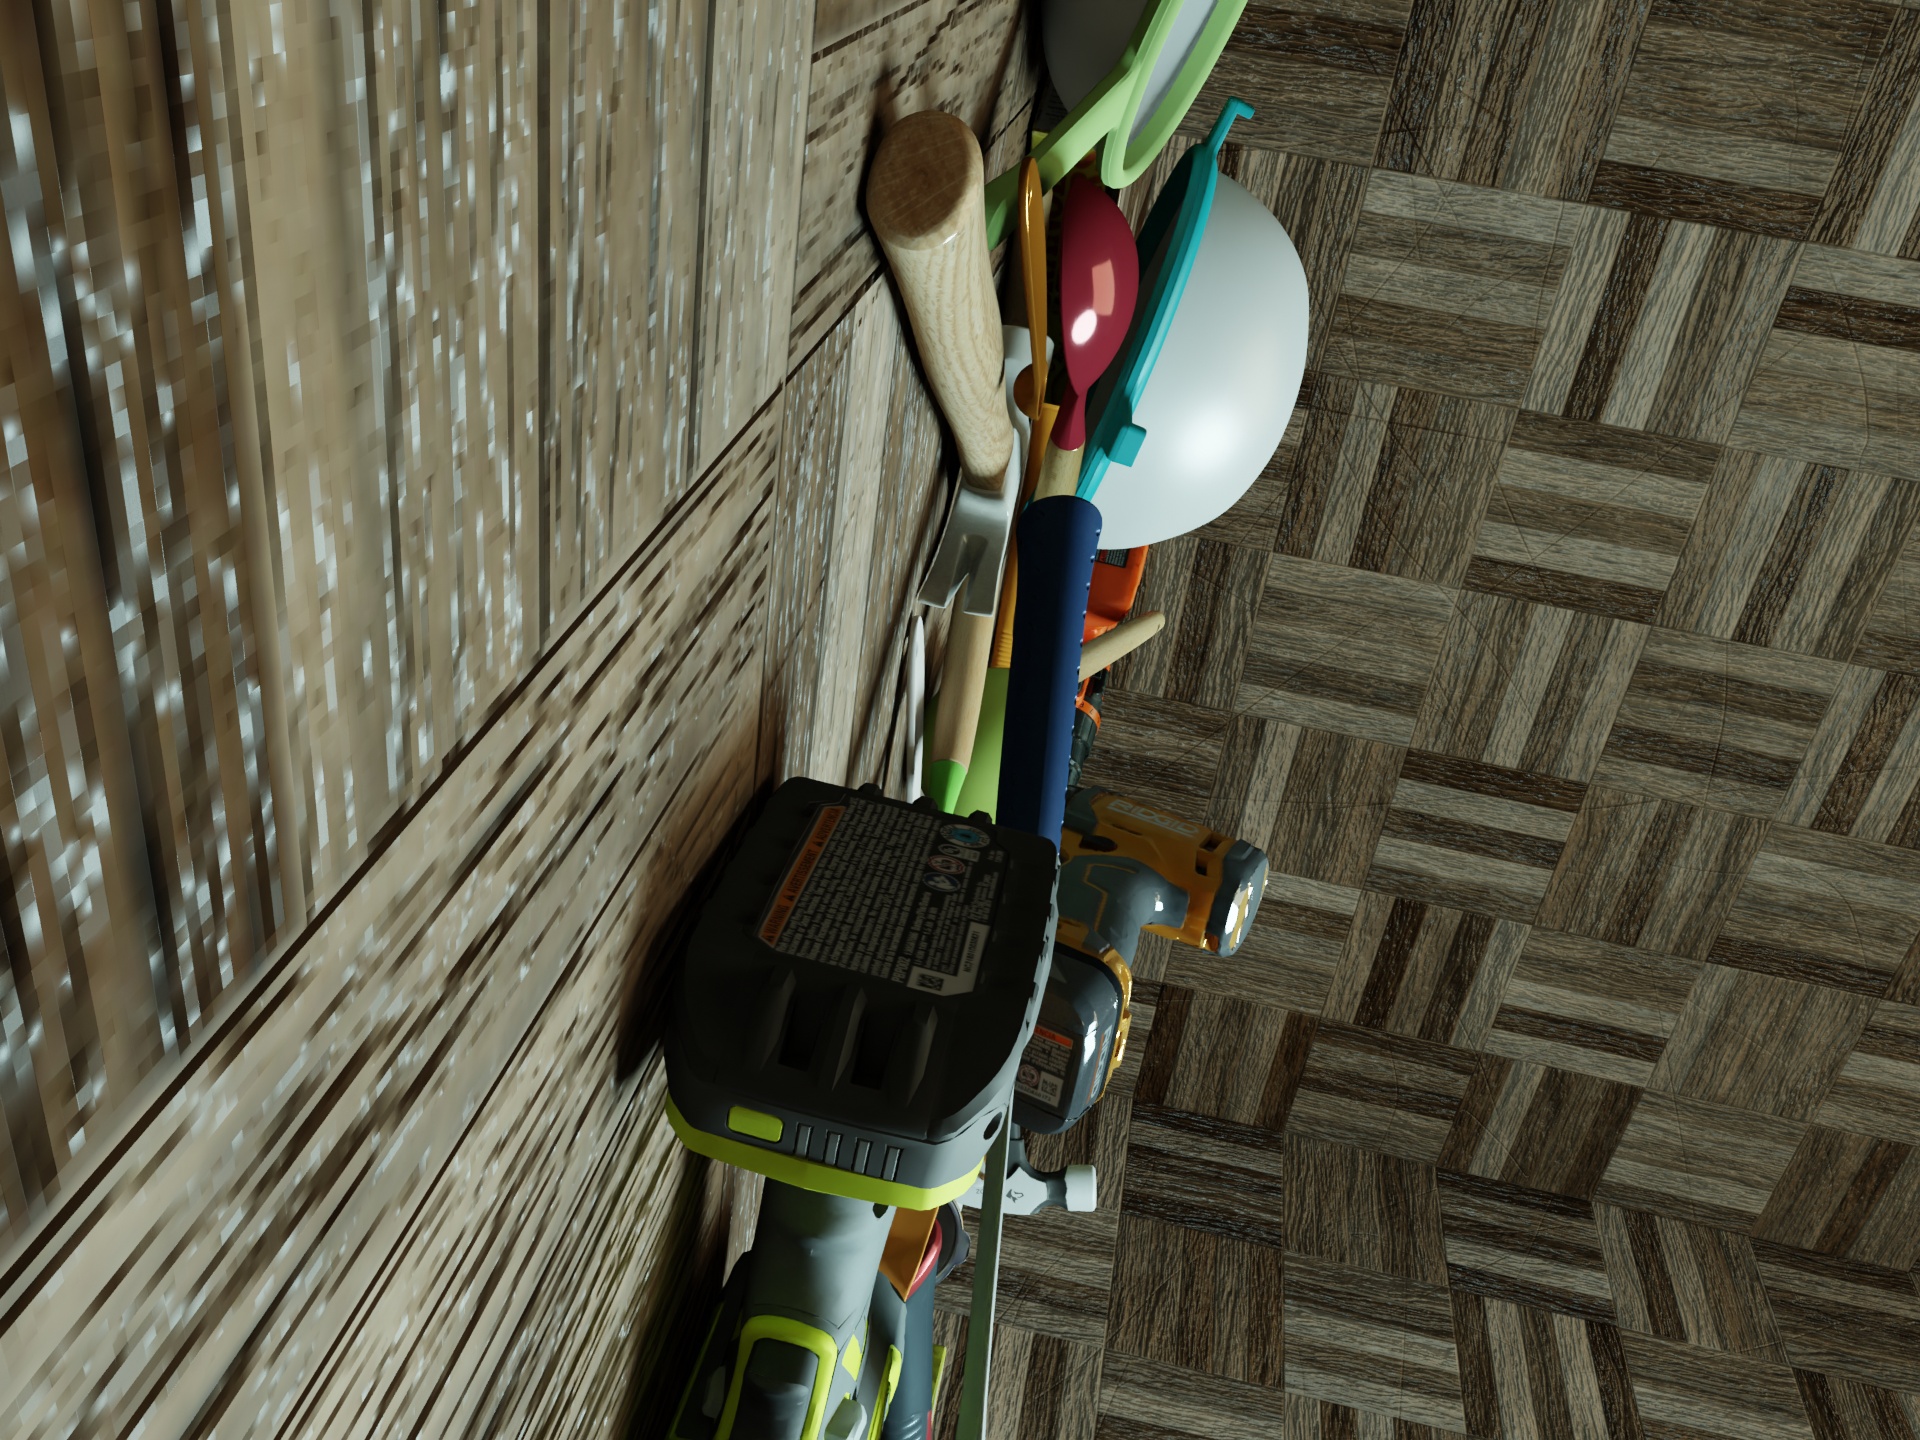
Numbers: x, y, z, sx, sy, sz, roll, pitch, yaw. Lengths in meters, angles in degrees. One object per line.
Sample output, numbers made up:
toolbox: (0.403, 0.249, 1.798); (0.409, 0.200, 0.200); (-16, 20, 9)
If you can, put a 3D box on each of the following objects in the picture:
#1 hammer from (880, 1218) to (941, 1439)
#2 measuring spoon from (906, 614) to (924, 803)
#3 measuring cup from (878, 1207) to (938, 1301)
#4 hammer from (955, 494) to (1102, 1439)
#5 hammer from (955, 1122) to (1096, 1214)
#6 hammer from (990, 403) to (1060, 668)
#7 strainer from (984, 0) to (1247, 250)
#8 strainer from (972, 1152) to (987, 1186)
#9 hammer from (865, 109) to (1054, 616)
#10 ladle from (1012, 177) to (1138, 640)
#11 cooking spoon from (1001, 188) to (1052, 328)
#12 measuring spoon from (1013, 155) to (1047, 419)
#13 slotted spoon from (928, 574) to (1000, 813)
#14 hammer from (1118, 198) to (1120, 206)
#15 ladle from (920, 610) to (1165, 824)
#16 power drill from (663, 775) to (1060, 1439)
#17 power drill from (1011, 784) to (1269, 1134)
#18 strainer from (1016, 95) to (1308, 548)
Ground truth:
hammer: (-0.020, 0.390, 0.808); (0.143, 0.038, 0.386); (-35, 134, -49)
measuring spoon: (-0.026, 0.016, 0.661); (0.034, 0.018, 0.124); (-59, 153, -71)
measuring cup: (-0.026, 0.155, 0.623); (0.095, 0.052, 0.174); (101, 8, -82)
hammer: (0.020, 0.088, 0.536); (0.144, 0.035, 0.406); (113, -13, -57)
hammer: (0.023, 0.178, 1.137); (0.035, 0.146, 0.335); (75, 16, -80)
hammer: (0.031, -0.047, 1.045); (0.127, 0.034, 0.337); (-51, 152, -82)
strainer: (0.047, -0.265, 0.616); (0.256, 0.069, 0.151); (-54, 173, -34)
strainer: (-0.019, 0.207, 0.748); (0.258, 0.050, 0.087); (131, -49, -70)
hammer: (0.002, -0.115, 0.544); (0.331, 0.031, 0.130); (43, 58, -84)
ladle: (0.041, -0.105, 0.675); (0.315, 0.031, 0.069); (98, 4, -65)
cooking spoon: (0.016, -0.111, 0.795); (0.069, 0.017, 0.318); (-89, -174, -52)
measuring spoon: (0.019, -0.129, 0.485); (0.116, 0.011, 0.021); (79, 22, -67)
slotted spoon: (-0.001, -0.002, 0.664); (0.070, 0.031, 0.314); (97, 2, -56)
hammer: (0.069, -0.195, 1.124); (0.410, 0.038, 0.146); (94, 10, -55)
ladle: (0.062, -0.018, 0.844); (0.320, 0.062, 0.078); (-29, 142, -60)
power drill: (-0.041, 0.148, 0.397); (0.191, 0.080, 0.228); (-69, 172, -70)
power drill: (0.031, 0.089, 0.772); (0.226, 0.185, 0.084); (-32, 137, -57)
strainer: (0.104, -0.151, 0.850); (0.340, 0.095, 0.211); (124, -14, -73)
